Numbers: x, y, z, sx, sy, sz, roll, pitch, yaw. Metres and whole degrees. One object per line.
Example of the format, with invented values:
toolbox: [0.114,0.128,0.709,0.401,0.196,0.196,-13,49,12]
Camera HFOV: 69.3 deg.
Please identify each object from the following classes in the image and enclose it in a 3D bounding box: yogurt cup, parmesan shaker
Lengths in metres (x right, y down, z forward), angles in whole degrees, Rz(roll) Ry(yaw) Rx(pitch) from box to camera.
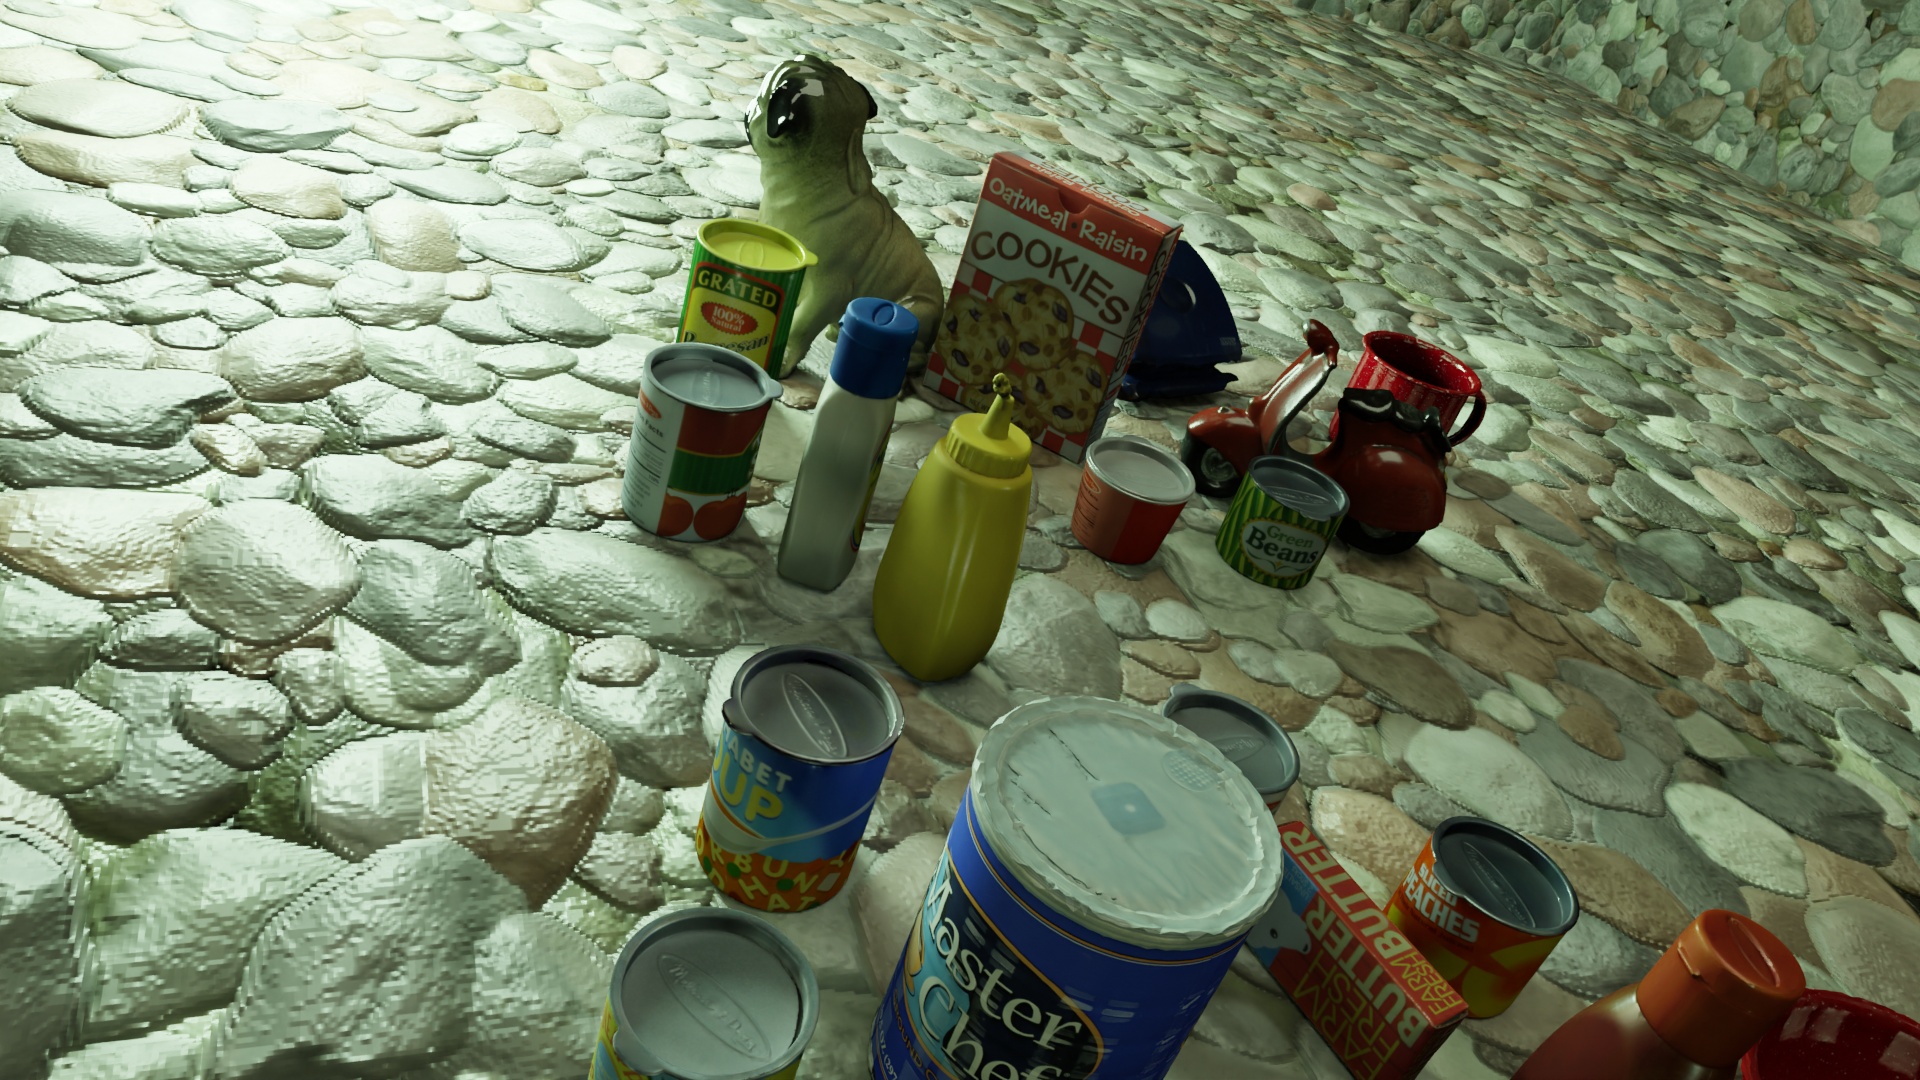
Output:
yogurt cup: [0.100,-0.022,0.833,0.072,0.053,0.073,14,32,-9]
parmesan shaker: [-0.131,-0.130,0.829,0.071,0.102,0.072,14,32,-9]

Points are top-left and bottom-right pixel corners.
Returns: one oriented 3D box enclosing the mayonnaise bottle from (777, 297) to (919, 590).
mayonnaise bottle: [-0.057,-0.049,0.703,0.041,0.147,0.065,19,32,-1]

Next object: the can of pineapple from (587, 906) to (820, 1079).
can of pineapple: [-0.086,0.163,0.449,0.071,0.057,0.071,14,32,-9]

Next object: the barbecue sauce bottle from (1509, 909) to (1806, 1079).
barbecue sauce bottle: [0.236,0.192,0.489,0.044,0.147,0.065,12,32,-11]

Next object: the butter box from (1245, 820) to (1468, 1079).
butter box: [0.154,0.170,0.569,0.024,0.052,0.104,-6,40,-35]

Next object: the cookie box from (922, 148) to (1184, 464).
cookie box: [0.056,-0.151,0.899,0.123,0.166,0.040,29,33,15]

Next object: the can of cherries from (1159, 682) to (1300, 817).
can of cherries: [0.111,0.109,0.634,0.071,0.058,0.072,14,32,-9]

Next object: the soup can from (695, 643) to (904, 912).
soup can: [-0.067,0.093,0.542,0.071,0.083,0.072,14,32,-9]

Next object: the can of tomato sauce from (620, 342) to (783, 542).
can of tomato sauce: [-0.136,-0.051,0.724,0.071,0.082,0.071,14,32,-9]

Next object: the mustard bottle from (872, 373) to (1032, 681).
mustard bottle: [0.002,-0.008,0.660,0.049,0.159,0.065,-10,42,-38]

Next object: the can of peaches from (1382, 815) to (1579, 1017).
can of peaches: [0.223,0.165,0.609,0.071,0.057,0.071,14,32,-9]

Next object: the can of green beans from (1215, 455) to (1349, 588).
can of green beans: [0.200,-0.011,0.866,0.071,0.057,0.071,14,32,-9]
